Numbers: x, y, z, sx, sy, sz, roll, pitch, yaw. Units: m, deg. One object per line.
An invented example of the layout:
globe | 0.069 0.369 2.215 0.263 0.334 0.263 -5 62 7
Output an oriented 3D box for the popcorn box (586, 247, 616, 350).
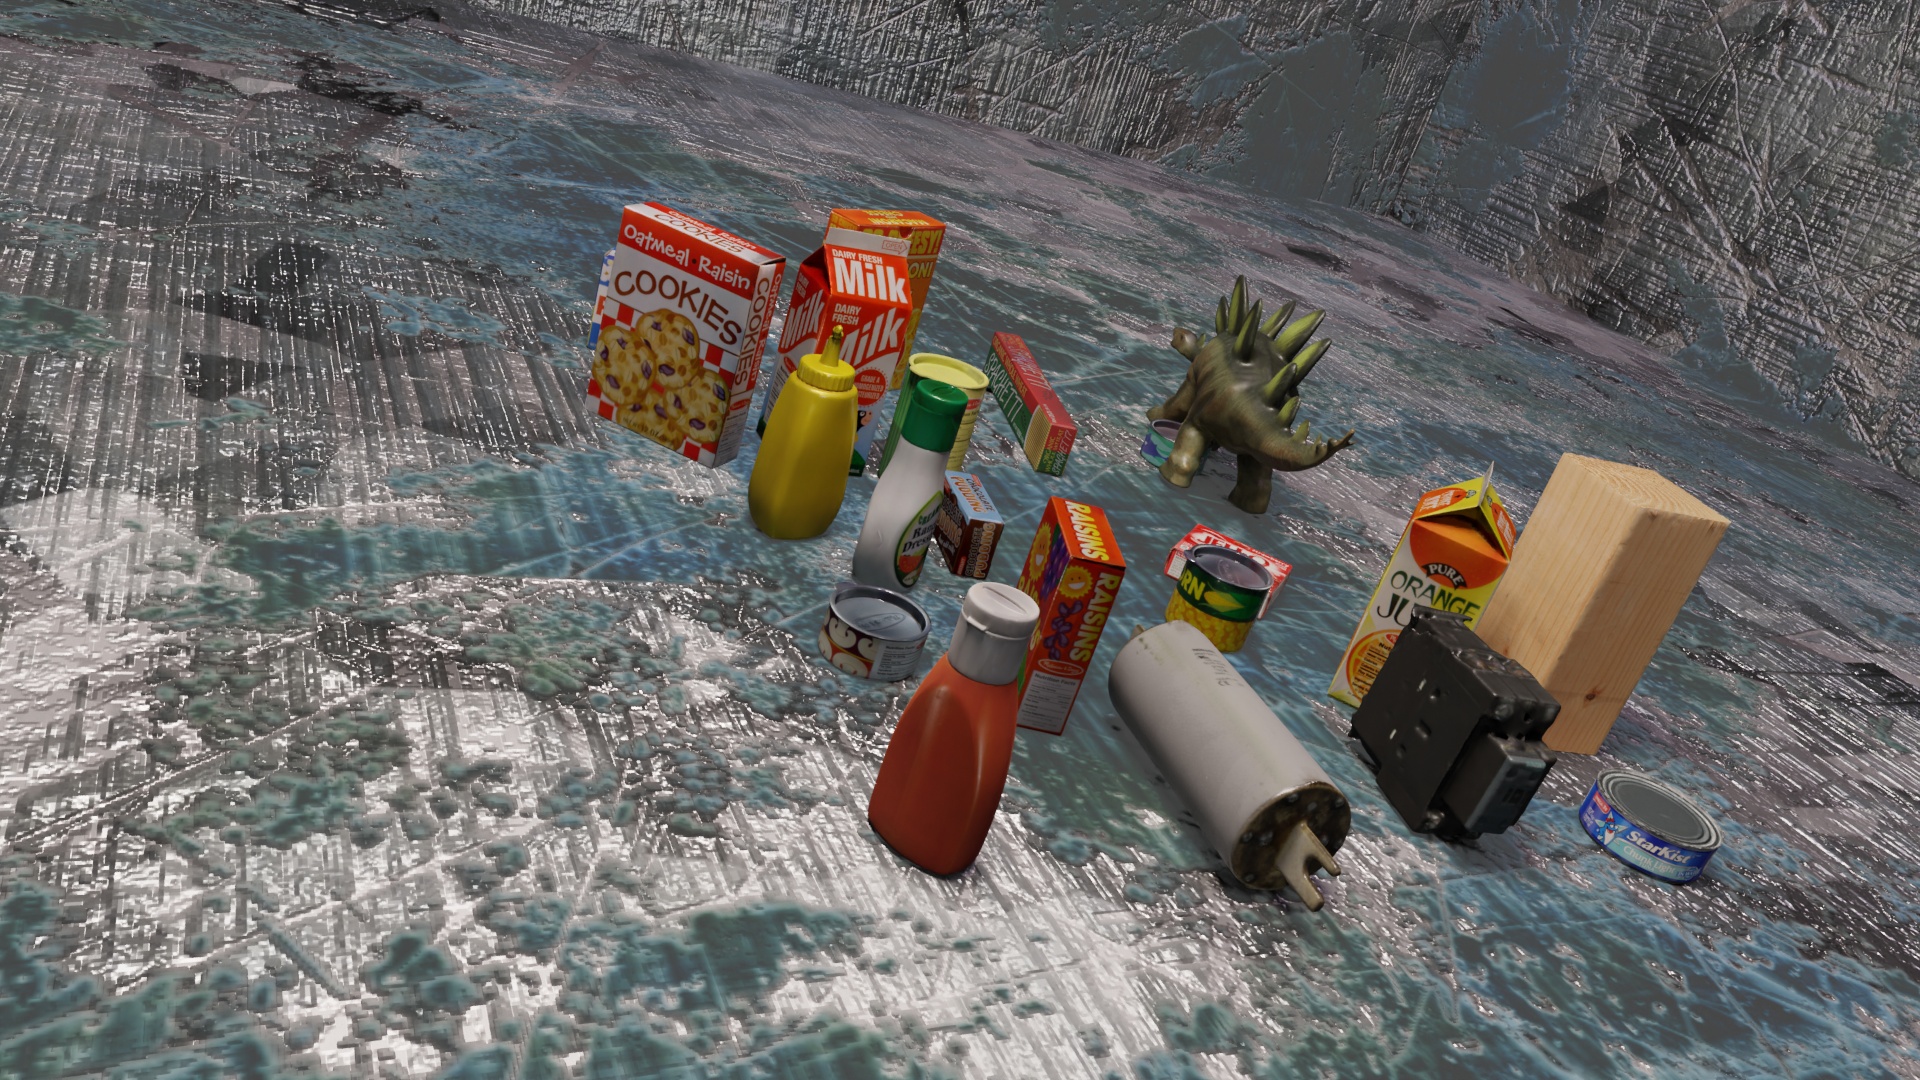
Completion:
popcorn box | -0.252 -0.194 1.204 0.127 0.084 0.038 15 24 -7

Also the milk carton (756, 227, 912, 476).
milk carton | -0.096 -0.152 1.096 0.072 0.189 0.074 4 28 -30

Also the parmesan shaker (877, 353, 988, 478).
parmesan shaker | -0.026 -0.091 1.124 0.071 0.102 0.071 15 24 -7

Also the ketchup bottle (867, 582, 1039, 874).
ketchup bottle | 0.000 0.093 0.698 0.065 0.148 0.044 32 27 29

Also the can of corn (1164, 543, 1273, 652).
can of corn | 0.191 0.043 1.046 0.071 0.058 0.071 15 24 -7

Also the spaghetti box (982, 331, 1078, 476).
spaghetti box | 0.064 -0.138 1.349 0.029 0.050 0.251 11 25 -17

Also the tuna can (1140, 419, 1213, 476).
tuna can | 0.215 -0.091 1.374 0.071 0.032 0.071 15 24 -7

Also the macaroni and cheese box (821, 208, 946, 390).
macaroni and cheese box | -0.084 -0.216 1.268 0.040 0.165 0.124 32 28 29

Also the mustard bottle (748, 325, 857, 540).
mustard bottle | -0.103 -0.078 0.973 0.065 0.159 0.049 -5 33 -41

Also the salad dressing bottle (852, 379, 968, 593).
salad dressing bottle | -0.033 -0.036 0.948 0.044 0.147 0.064 28 26 20

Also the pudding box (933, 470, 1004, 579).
pudding box | 0.004 -0.013 1.044 0.030 0.049 0.084 9 26 -20

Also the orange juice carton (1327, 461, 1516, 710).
orange juice carton | 0.340 0.036 1.001 0.073 0.191 0.072 26 25 16

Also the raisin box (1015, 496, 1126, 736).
raisin box | 0.060 0.046 0.869 0.040 0.122 0.086 13 24 -11

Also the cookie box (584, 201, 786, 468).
cookie box | -0.211 -0.156 1.054 0.123 0.166 0.040 25 25 15

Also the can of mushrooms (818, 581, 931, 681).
can of mushrooms | -0.056 0.057 0.875 0.071 0.033 0.071 15 24 -7
